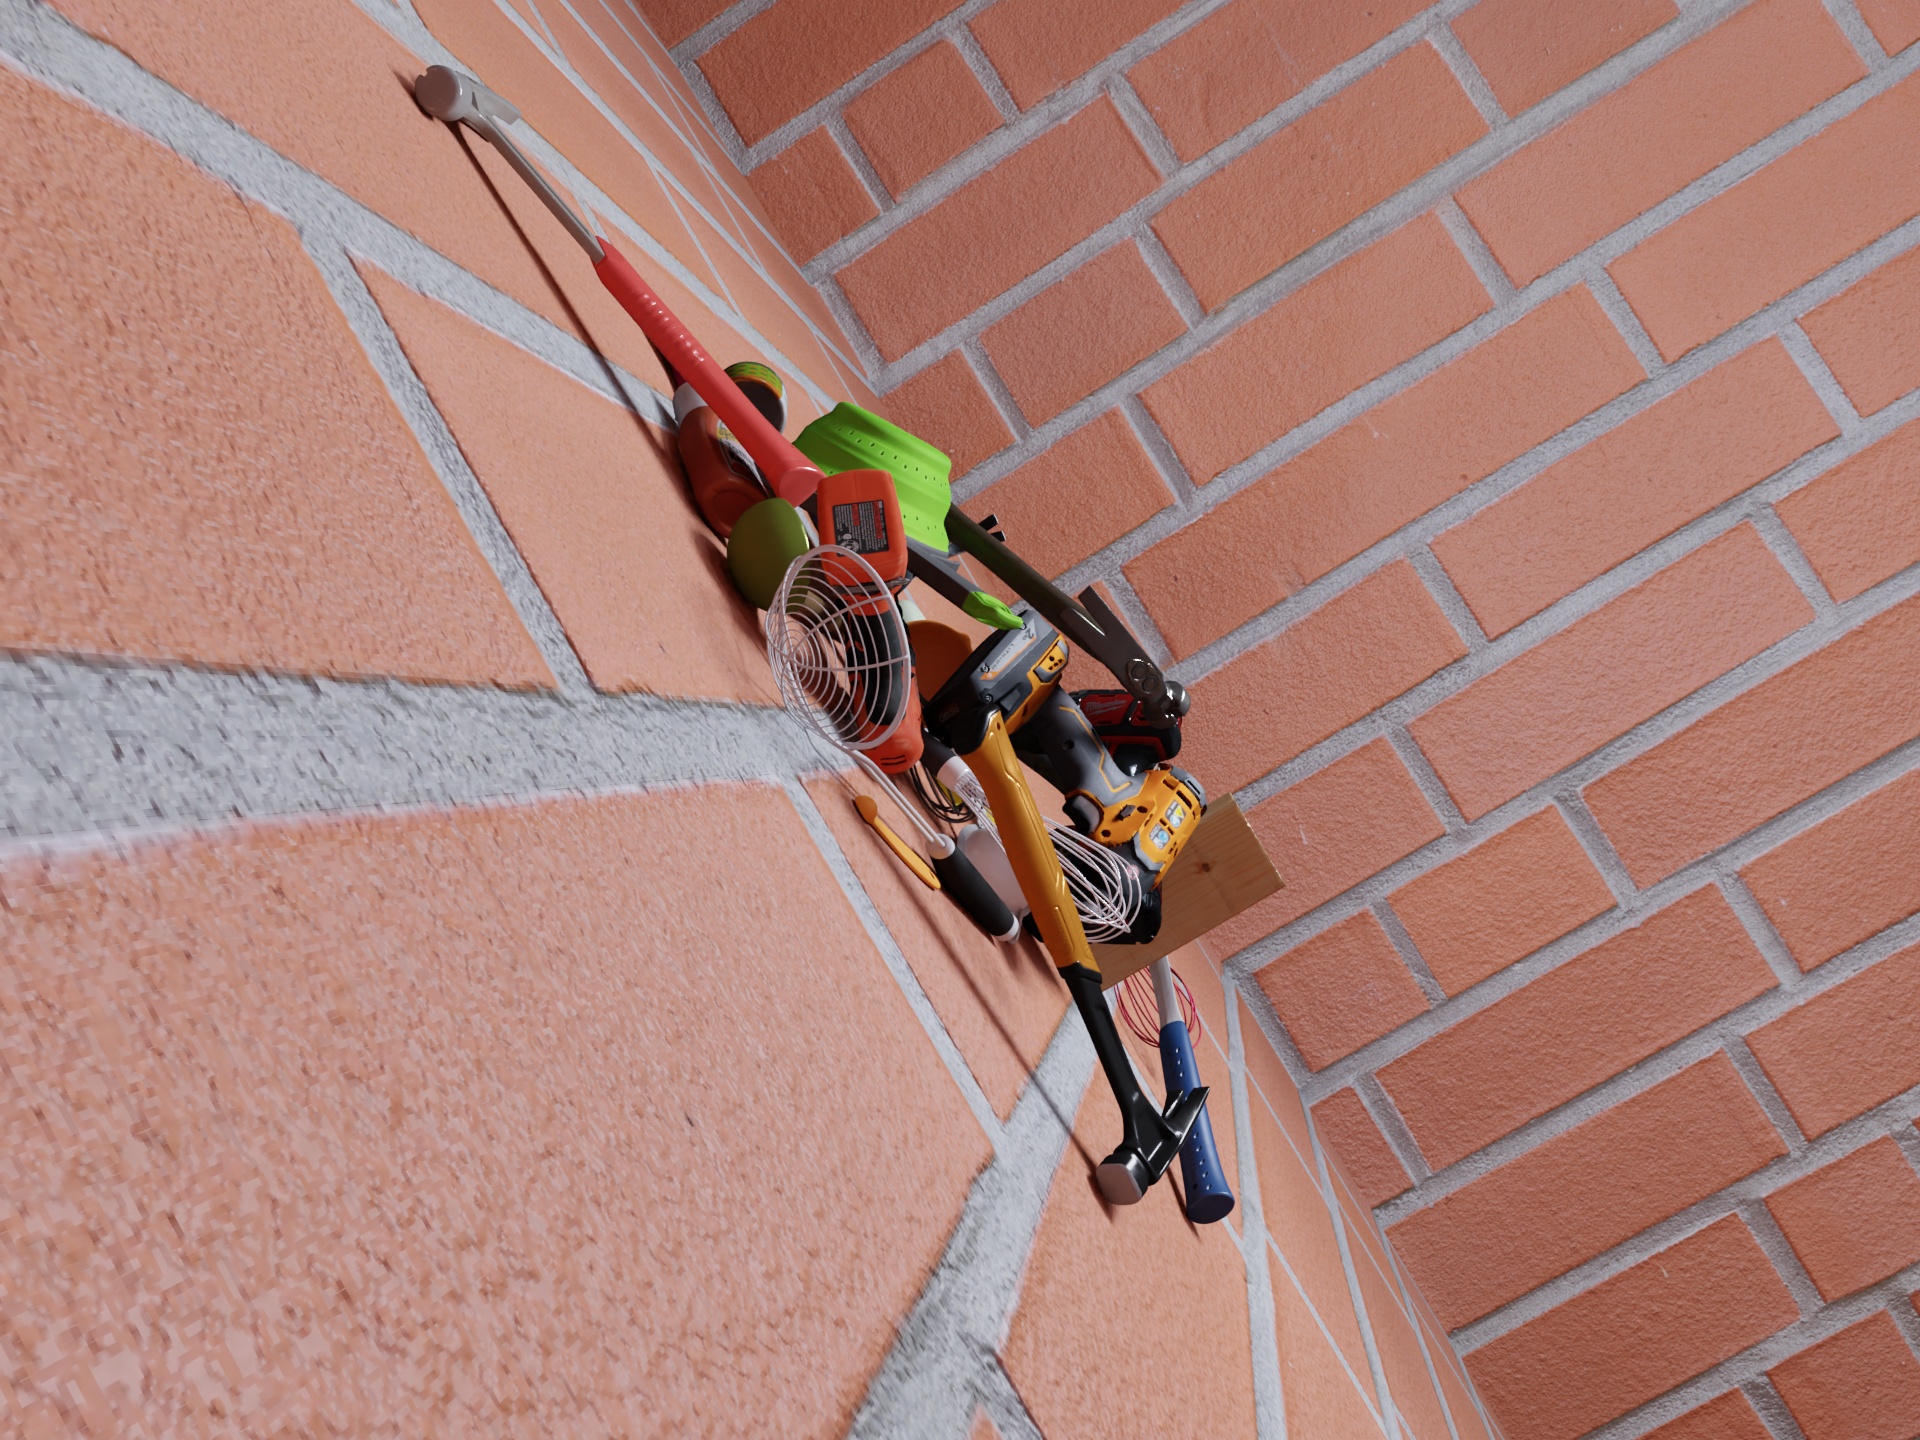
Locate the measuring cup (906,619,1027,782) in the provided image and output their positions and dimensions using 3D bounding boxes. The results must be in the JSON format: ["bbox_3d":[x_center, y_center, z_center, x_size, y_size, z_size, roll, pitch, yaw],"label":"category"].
[{"bbox_3d":[-0.002,-0.004,1.315,0.173,0.095,0.052,50,-2,4],"label":"measuring cup"}]

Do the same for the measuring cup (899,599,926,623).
[{"bbox_3d":[-0.037,-0.059,1.546,0.083,0.038,0.168,53,8,-38],"label":"measuring cup"}]

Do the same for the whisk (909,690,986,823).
[{"bbox_3d":[-0.043,-0.028,1.267,0.239,0.055,0.055,66,8,7],"label":"whisk"}]

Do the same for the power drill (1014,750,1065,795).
[{"bbox_3d":[0.090,0.042,1.550,0.228,0.080,0.190,40,0,7],"label":"power drill"}]

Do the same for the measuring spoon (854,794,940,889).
[{"bbox_3d":[-0.038,0.082,1.066,0.116,0.011,0.021,51,11,-46],"label":"measuring spoon"}]

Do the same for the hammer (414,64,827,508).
[{"bbox_3d":[-0.222,-0.292,1.093,0.359,0.036,0.149,49,9,-5],"label":"hammer"}]

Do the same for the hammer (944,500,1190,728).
[{"bbox_3d":[0.046,-0.128,1.355,0.146,0.038,0.411,44,1,-37],"label":"hammer"}]

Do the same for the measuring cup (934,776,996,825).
[{"bbox_3d":[0.015,0.063,1.424,0.156,0.029,0.062,42,18,-58],"label":"measuring cup"}]

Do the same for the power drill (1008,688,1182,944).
[{"bbox_3d":[0.095,0.074,1.376,0.080,0.188,0.227,69,24,-58],"label":"power drill"}]

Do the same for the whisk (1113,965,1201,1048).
[{"bbox_3d":[0.160,0.226,1.630,0.073,0.073,0.296,51,5,-46],"label":"whisk"}]

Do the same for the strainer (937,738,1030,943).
[{"bbox_3d":[0.013,0.065,1.307,0.086,0.050,0.259,21,34,-43],"label":"strainer"}]

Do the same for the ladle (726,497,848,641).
[{"bbox_3d":[-0.105,-0.093,1.181,0.320,0.062,0.078,37,36,-78],"label":"ladle"}]

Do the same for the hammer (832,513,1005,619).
[{"bbox_3d":[-0.051,-0.138,1.519,0.036,0.149,0.409,65,13,-7],"label":"hammer"}]

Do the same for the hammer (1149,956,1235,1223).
[{"bbox_3d":[0.186,0.274,1.439,0.035,0.144,0.406,39,26,-27],"label":"hammer"}]

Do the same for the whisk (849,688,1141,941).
[{"bbox_3d":[0.019,0.060,1.166,0.285,0.070,0.070,41,1,21],"label":"whisk"}]

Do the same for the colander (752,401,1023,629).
[{"bbox_3d":[-0.038,-0.177,1.293,0.204,0.094,0.397,23,10,-35],"label":"colander"}]

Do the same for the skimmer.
[{"bbox_3d":[-0.022,0.032,1.076,0.127,0.090,0.362,25,-20,41],"label":"skimmer"}]

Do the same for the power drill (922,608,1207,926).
[{"bbox_3d":[0.080,0.043,1.234,0.226,0.084,0.164,47,49,-8],"label":"power drill"}]

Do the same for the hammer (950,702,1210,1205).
[{"bbox_3d":[0.075,0.144,1.060,0.127,0.034,0.337,-35,105,-54],"label":"hammer"}]

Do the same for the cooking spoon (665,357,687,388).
[{"bbox_3d":[-0.209,-0.246,1.253,0.068,0.017,0.319,49,11,-48],"label":"cooking spoon"}]
